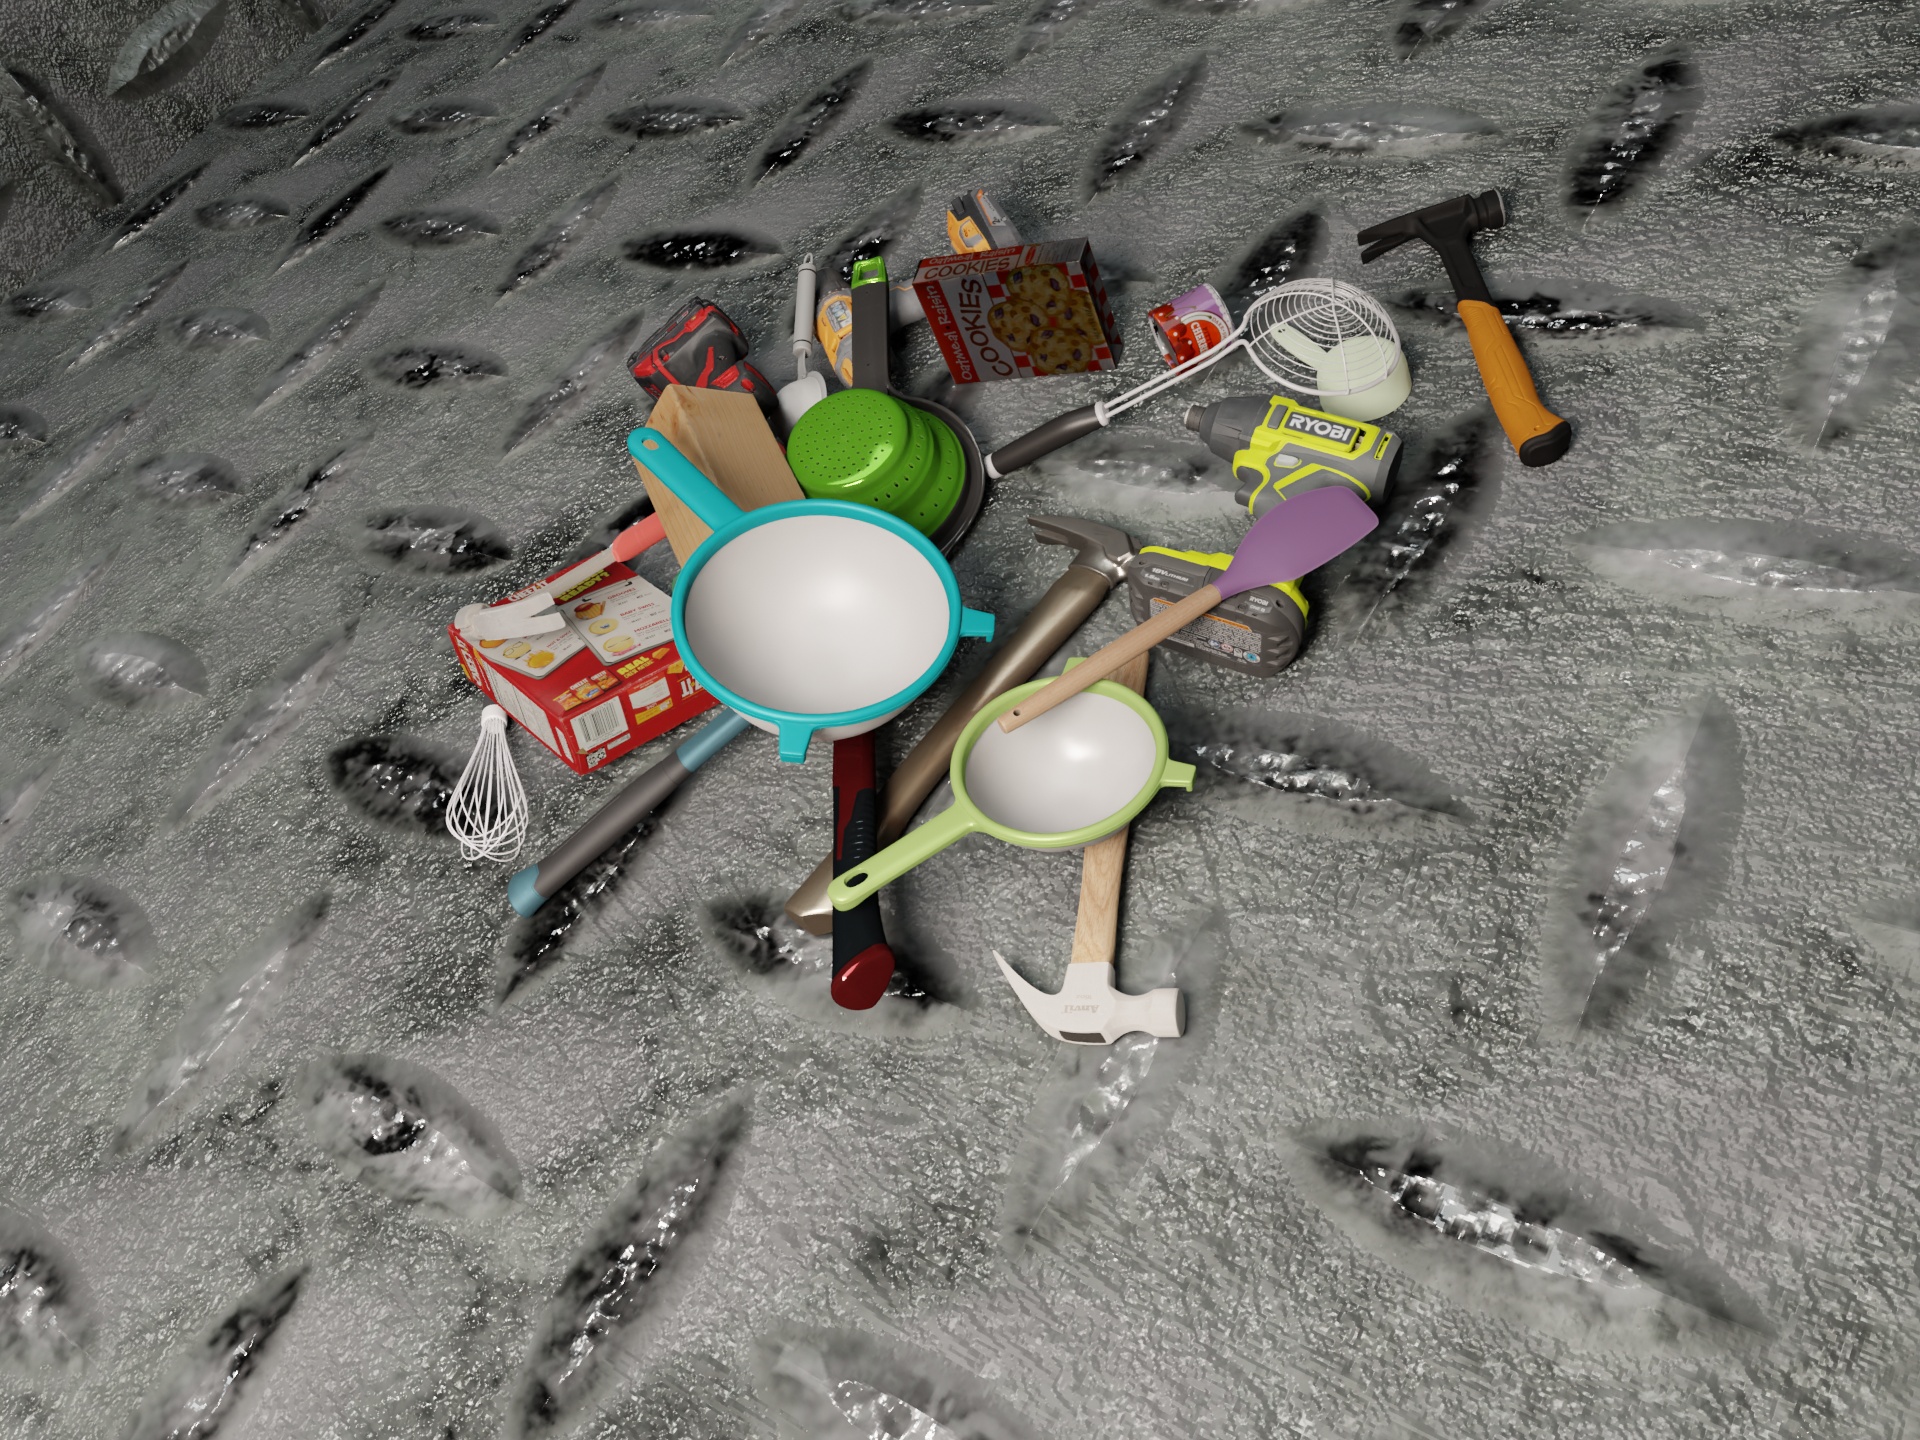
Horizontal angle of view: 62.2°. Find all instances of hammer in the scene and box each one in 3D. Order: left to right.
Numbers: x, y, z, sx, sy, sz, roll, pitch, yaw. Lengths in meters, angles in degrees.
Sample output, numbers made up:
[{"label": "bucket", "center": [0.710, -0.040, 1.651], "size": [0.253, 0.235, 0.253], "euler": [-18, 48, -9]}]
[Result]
[{"label": "hammer", "center": [-0.275, -0.168, 1.416], "size": [0.149, 0.036, 0.359], "euler": [-4, 27, 44]}, {"label": "hammer", "center": [-0.232, 0.041, 1.279], "size": [0.331, 0.033, 0.128], "euler": [-40, 34, 3]}, {"label": "hammer", "center": [-0.092, 0.060, 1.184], "size": [0.143, 0.038, 0.387], "euler": [-27, 37, 18]}, {"label": "hammer", "center": [-0.002, -0.004, 1.246], "size": [0.146, 0.038, 0.411], "euler": [24, 65, 39]}, {"label": "hammer", "center": [0.102, 0.077, 1.131], "size": [0.130, 0.031, 0.332], "euler": [-6, 50, 20]}, {"label": "hammer", "center": [0.428, -0.326, 1.322], "size": [0.127, 0.034, 0.337], "euler": [-15, 47, 12]}]

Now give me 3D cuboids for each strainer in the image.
[{"label": "strainer", "center": [-0.147, -0.098, 1.212], "size": [0.211, 0.095, 0.341], "euler": [-34, 62, -24]}, {"label": "strainer", "center": [-0.159, -0.361, 1.575], "size": [0.087, 0.050, 0.259], "euler": [-31, 50, 48]}, {"label": "strainer", "center": [0.028, 0.070, 1.090], "size": [0.256, 0.069, 0.152], "euler": [-31, 47, -11]}]

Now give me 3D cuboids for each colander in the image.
[{"label": "colander", "center": [-0.091, -0.294, 1.440], "size": [0.204, 0.094, 0.397], "euler": [-10, 60, 13]}]

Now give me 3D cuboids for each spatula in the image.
[{"label": "spatula", "center": [0.158, -0.079, 1.124], "size": [0.316, 0.018, 0.060], "euler": [-33, 64, -11]}]

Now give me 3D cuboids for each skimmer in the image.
[{"label": "skimmer", "center": [0.189, -0.271, 1.360], "size": [0.363, 0.090, 0.127], "euler": [-22, 50, 31]}]

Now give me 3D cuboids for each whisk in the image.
[{"label": "whisk", "center": [-0.413, 0.020, 1.408], "size": [0.070, 0.070, 0.285], "euler": [-22, 41, 6]}]

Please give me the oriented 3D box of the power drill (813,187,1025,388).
[{"label": "power drill", "center": [-0.051, -0.448, 1.622], "size": [0.226, 0.084, 0.186], "euler": [-30, 45, 5]}]

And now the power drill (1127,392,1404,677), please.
[{"label": "power drill", "center": [0.222, -0.154, 1.223], "size": [0.171, 0.080, 0.223], "euler": [20, 62, 20]}]

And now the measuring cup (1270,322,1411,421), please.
[{"label": "measuring cup", "center": [0.315, -0.315, 1.361], "size": [0.083, 0.038, 0.168], "euler": [-34, 48, -6]}]

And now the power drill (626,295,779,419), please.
[{"label": "power drill", "center": [-0.261, -0.322, 1.577], "size": [0.143, 0.078, 0.220], "euler": [-40, 37, 11]}]
